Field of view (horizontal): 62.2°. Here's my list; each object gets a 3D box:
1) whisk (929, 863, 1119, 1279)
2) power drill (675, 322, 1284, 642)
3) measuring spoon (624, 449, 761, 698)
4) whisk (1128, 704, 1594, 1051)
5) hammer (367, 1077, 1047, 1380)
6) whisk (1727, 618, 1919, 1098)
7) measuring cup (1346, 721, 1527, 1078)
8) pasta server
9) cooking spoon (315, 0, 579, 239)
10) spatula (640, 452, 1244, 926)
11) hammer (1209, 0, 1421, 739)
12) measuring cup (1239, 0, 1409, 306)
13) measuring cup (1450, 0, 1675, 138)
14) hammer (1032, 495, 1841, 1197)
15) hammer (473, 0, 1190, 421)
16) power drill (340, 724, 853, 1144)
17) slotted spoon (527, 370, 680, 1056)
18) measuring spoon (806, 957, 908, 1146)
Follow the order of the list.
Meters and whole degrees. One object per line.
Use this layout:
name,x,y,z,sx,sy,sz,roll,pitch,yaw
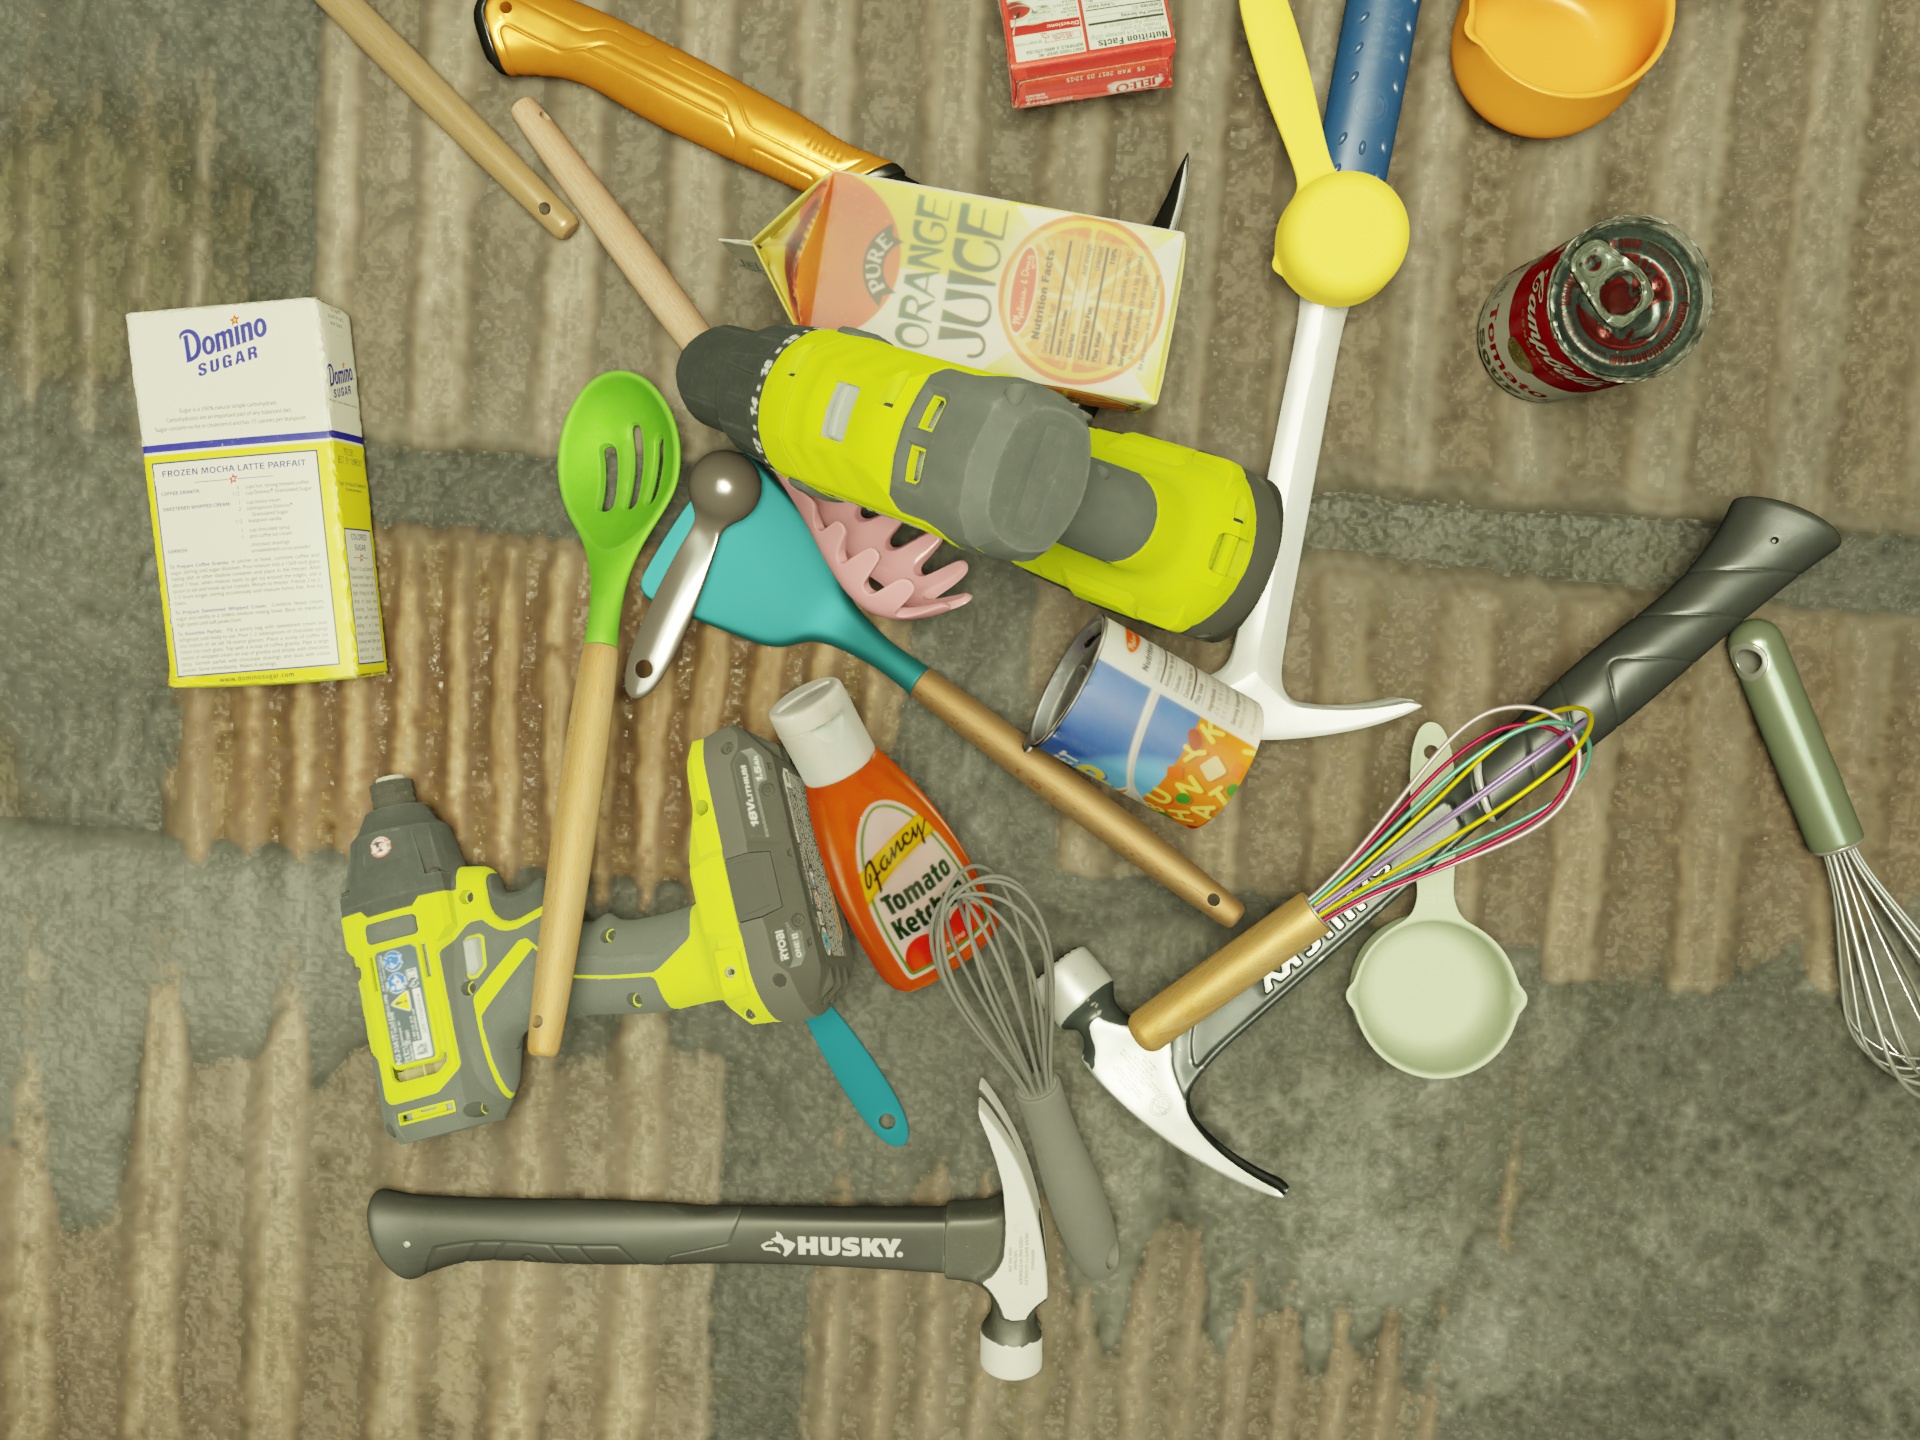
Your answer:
whisk,0.037,0.172,0.750,0.055,0.055,0.238,-17,113,3
power drill,0.011,-0.103,0.652,0.191,0.228,0.080,25,99,39
measuring spoon,-0.128,-0.067,0.731,0.034,0.018,0.124,24,93,4
whisk,0.175,0.071,0.704,0.245,0.047,0.051,-38,132,13
hammer,-0.124,0.248,0.783,0.335,0.035,0.146,1,102,3
whisk,0.420,0.066,0.756,0.059,0.058,0.246,-24,92,-31
measuring cup,0.225,0.085,0.765,0.083,0.038,0.167,0,87,6
pasta server,-0.107,-0.166,0.725,0.040,0.060,0.316,-40,83,30
cooking spoon,-0.296,-0.342,0.740,0.319,0.017,0.069,45,96,-3
spatula,-0.001,-0.002,0.740,0.317,0.044,0.082,36,91,9
hammer,0.173,-0.189,0.736,0.144,0.035,0.405,10,96,1
measuring cup,0.153,-0.259,0.696,0.062,0.029,0.156,-19,96,3
measuring cup,0.253,-0.345,0.716,0.095,0.052,0.174,-15,79,0
hammer,0.228,0.048,0.726,0.409,0.036,0.149,-42,74,8
hammer,-0.063,-0.266,0.734,0.337,0.034,0.127,25,97,-1
power drill,-0.176,0.087,0.745,0.223,0.080,0.171,-15,79,5
slotted spoon,-0.167,-0.008,0.718,0.070,0.031,0.314,-2,74,25
measuring spoon,-0.063,0.158,0.782,0.042,0.021,0.128,-32,93,4
